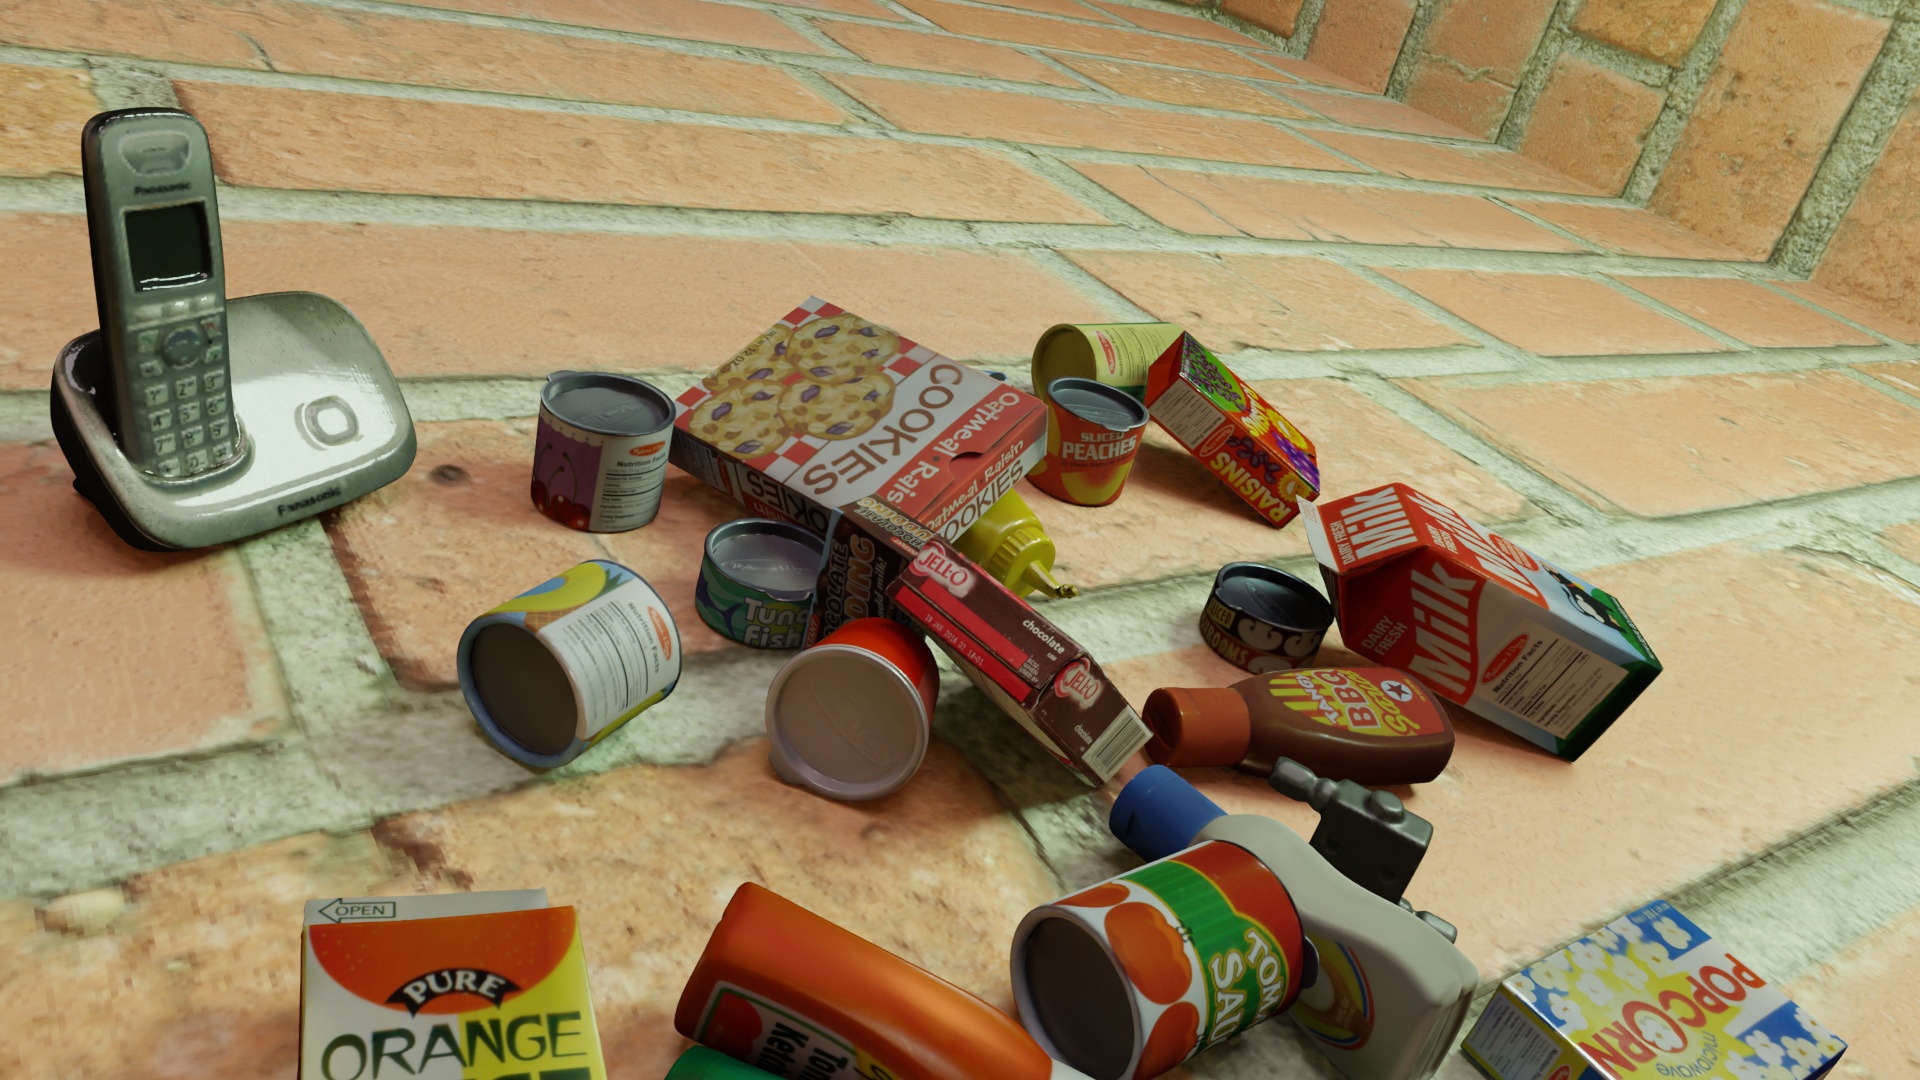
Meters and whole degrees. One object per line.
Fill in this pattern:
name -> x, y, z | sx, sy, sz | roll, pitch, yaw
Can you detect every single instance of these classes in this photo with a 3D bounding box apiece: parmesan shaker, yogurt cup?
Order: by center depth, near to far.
yogurt cup -> -0.041, 0.066, 0.577 | 0.072, 0.072, 0.054 | 20, 21, 6
parmesan shaker -> 0.110, -0.118, 0.979 | 0.103, 0.071, 0.071 | -8, 37, -38

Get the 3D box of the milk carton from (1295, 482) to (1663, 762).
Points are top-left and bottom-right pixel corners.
milk carton -> 0.262, 0.034, 0.737 | 0.190, 0.073, 0.073 | 26, 28, -11

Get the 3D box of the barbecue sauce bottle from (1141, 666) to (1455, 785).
barbecue sauce bottle -> 0.158, 0.088, 0.661 | 0.149, 0.043, 0.065 | 2, 32, -23

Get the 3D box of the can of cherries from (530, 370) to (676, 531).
can of cherries -> -0.183, -0.046, 0.704 | 0.071, 0.058, 0.072 | 12, 30, -7

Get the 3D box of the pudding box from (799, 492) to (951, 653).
pudding box -> -0.039, 0.027, 0.623 | 0.050, 0.083, 0.030 | 34, 33, 29

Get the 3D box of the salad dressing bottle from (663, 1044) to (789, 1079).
salad dressing bottle -> -0.016, 0.184, 0.389 | 0.148, 0.064, 0.044 | 15, 20, 14

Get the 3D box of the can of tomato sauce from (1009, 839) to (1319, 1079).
can of tomato sauce -> 0.070, 0.149, 0.485 | 0.083, 0.070, 0.071 | -9, 38, -37

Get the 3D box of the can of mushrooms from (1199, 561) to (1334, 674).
can of mushrooms -> 0.164, 0.043, 0.754 | 0.071, 0.033, 0.071 | 13, 29, -7

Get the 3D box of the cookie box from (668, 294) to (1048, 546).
cookie box -> -0.057, -0.056, 0.727 | 0.168, 0.040, 0.123 | 28, 56, 29

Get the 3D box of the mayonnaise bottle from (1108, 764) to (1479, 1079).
mayonnaise bottle -> 0.120, 0.142, 0.532 | 0.041, 0.064, 0.148 | -15, 38, -39

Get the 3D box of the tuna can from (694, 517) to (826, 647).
tuna can -> -0.091, 0.021, 0.659 | 0.071, 0.032, 0.071 | 13, 29, -7

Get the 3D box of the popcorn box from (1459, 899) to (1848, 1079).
popcorn box -> 0.268, 0.195, 0.536 | 0.127, 0.038, 0.085 | -7, 37, -37

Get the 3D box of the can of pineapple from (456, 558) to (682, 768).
can of pineapple -> -0.155, 0.048, 0.547 | 0.071, 0.070, 0.058 | 27, 30, 18

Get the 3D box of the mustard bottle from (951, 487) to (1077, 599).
mustard bottle -> 0.003, -0.009, 0.745 | 0.065, 0.048, 0.160 | -21, 46, -37

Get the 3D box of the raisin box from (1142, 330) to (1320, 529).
raisin box -> 0.180, -0.074, 0.916 | 0.123, 0.040, 0.086 | 40, 26, -9

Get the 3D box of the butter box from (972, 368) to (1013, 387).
butter box -> -0.011, -0.094, 0.912 | 0.104, 0.024, 0.053 | 3, 32, -23

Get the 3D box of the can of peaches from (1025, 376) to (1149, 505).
can of peaches -> 0.078, -0.061, 0.866 | 0.071, 0.057, 0.071 | 13, 29, -7

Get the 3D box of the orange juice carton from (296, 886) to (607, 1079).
orange juice carton -> -0.130, 0.160, 0.353 | 0.072, 0.072, 0.193 | 2, 32, -25

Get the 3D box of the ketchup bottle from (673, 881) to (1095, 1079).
ketchup bottle -> -0.013, 0.160, 0.430 | 0.149, 0.064, 0.044 | 26, 46, 1
